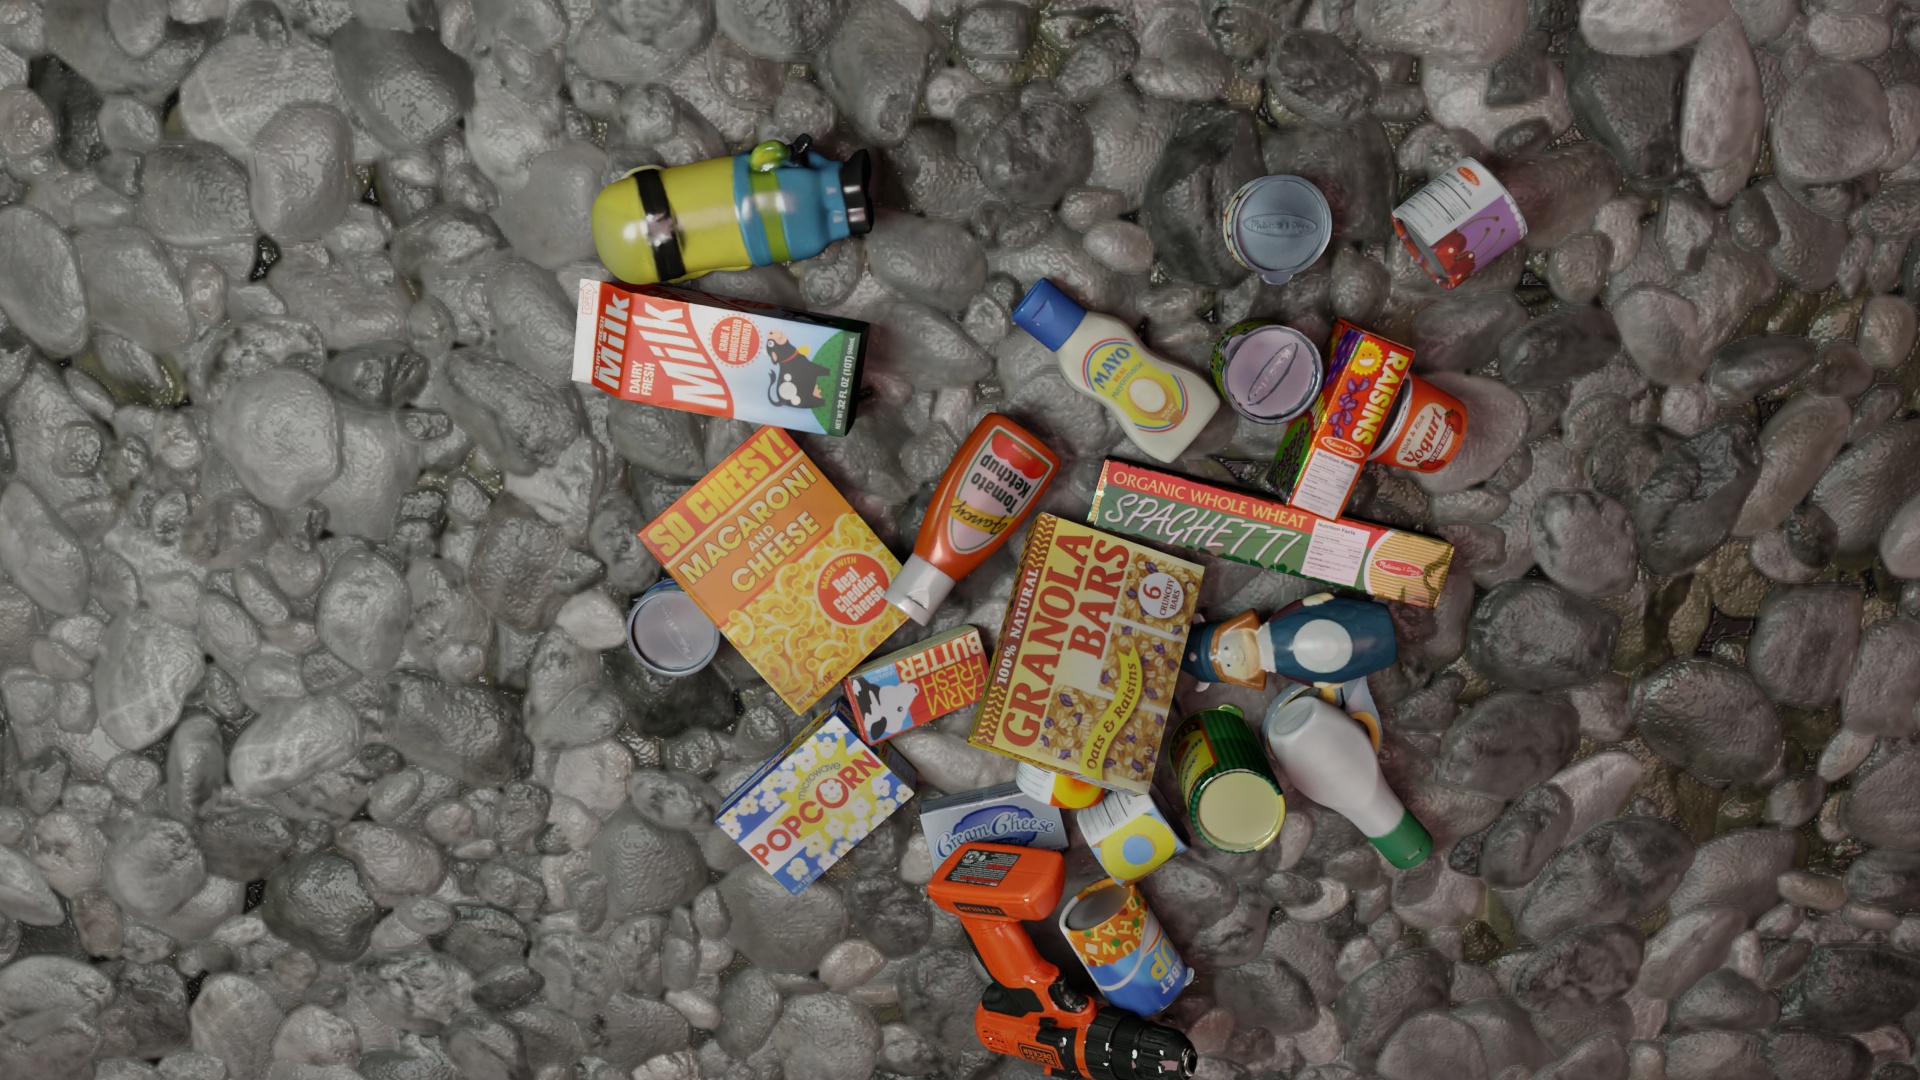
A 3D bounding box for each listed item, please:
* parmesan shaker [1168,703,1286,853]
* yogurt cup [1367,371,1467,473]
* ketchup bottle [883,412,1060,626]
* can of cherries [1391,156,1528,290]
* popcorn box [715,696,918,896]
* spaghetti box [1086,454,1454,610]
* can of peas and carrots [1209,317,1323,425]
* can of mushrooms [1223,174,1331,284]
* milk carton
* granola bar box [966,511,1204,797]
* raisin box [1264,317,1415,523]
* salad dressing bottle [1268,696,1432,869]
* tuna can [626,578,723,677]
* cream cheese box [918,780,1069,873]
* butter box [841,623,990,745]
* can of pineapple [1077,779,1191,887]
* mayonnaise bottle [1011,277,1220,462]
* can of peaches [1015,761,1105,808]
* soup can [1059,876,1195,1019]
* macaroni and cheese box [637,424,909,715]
[{"bbox_3d":[0.188,0.166,0.984,0.071,0.103,0.071,0,105,0],"label":"parmesan shaker"},{"bbox_3d":[0.305,-0.079,0.943,0.054,0.072,0.072,18,104,-13],"label":"yogurt cup"},{"bbox_3d":[0.003,-0.012,0.950,0.064,0.043,0.149,36,85,-13],"label":"ketchup bottle"},{"bbox_3d":[0.326,-0.205,0.909,0.058,0.072,0.071,-38,101,9],"label":"can of cherries"},{"bbox_3d":[-0.106,0.189,1.024,0.126,0.038,0.085,-42,99,10],"label":"popcorn box"},{"bbox_3d":[0.215,-0.007,0.970,0.250,0.029,0.050,14,101,0],"label":"spaghetti box"},{"bbox_3d":[0.202,-0.116,0.935,0.071,0.059,0.070,0,104,1],"label":"can of peas and carrots"},{"bbox_3d":[0.210,-0.207,0.925,0.071,0.033,0.071,0,104,-1],"label":"can of mushrooms"},{"bbox_3d":[-0.162,-0.124,0.926,0.191,0.073,0.072,9,104,-2],"label":"milk carton"},{"bbox_3d":[0.087,0.079,0.956,0.124,0.039,0.166,18,73,-4],"label":"granola bar box"},{"bbox_3d":[0.251,-0.082,0.929,0.040,0.086,0.123,21,104,-2],"label":"raisin box"},{"bbox_3d":[0.284,0.177,1.002,0.064,0.044,0.147,-41,105,8],"label":"salad dressing bottle"},{"bbox_3d":[-0.200,0.060,0.994,0.071,0.033,0.071,0,105,0],"label":"tuna can"},{"bbox_3d":[0.024,0.212,1.037,0.104,0.024,0.053,-14,103,3],"label":"cream cheese box"},{"bbox_3d":[-0.029,0.102,0.992,0.104,0.024,0.053,-20,104,-16],"label":"butter box"},{"bbox_3d":[0.128,0.212,1.015,0.058,0.071,0.071,-35,102,9],"label":"can of pineapple"},{"bbox_3d":[0.102,-0.119,0.943,0.148,0.041,0.064,37,103,-9],"label":"mayonnaise bottle"},{"bbox_3d":[0.078,0.153,1.001,0.071,0.071,0.058,9,104,-2],"label":"can of peaches"},{"bbox_3d":[0.124,0.303,1.038,0.071,0.071,0.083,-30,102,8],"label":"soup can"},{"bbox_3d":[-0.122,0.018,0.964,0.124,0.040,0.166,-42,101,-8],"label":"macaroni and cheese box"}]
